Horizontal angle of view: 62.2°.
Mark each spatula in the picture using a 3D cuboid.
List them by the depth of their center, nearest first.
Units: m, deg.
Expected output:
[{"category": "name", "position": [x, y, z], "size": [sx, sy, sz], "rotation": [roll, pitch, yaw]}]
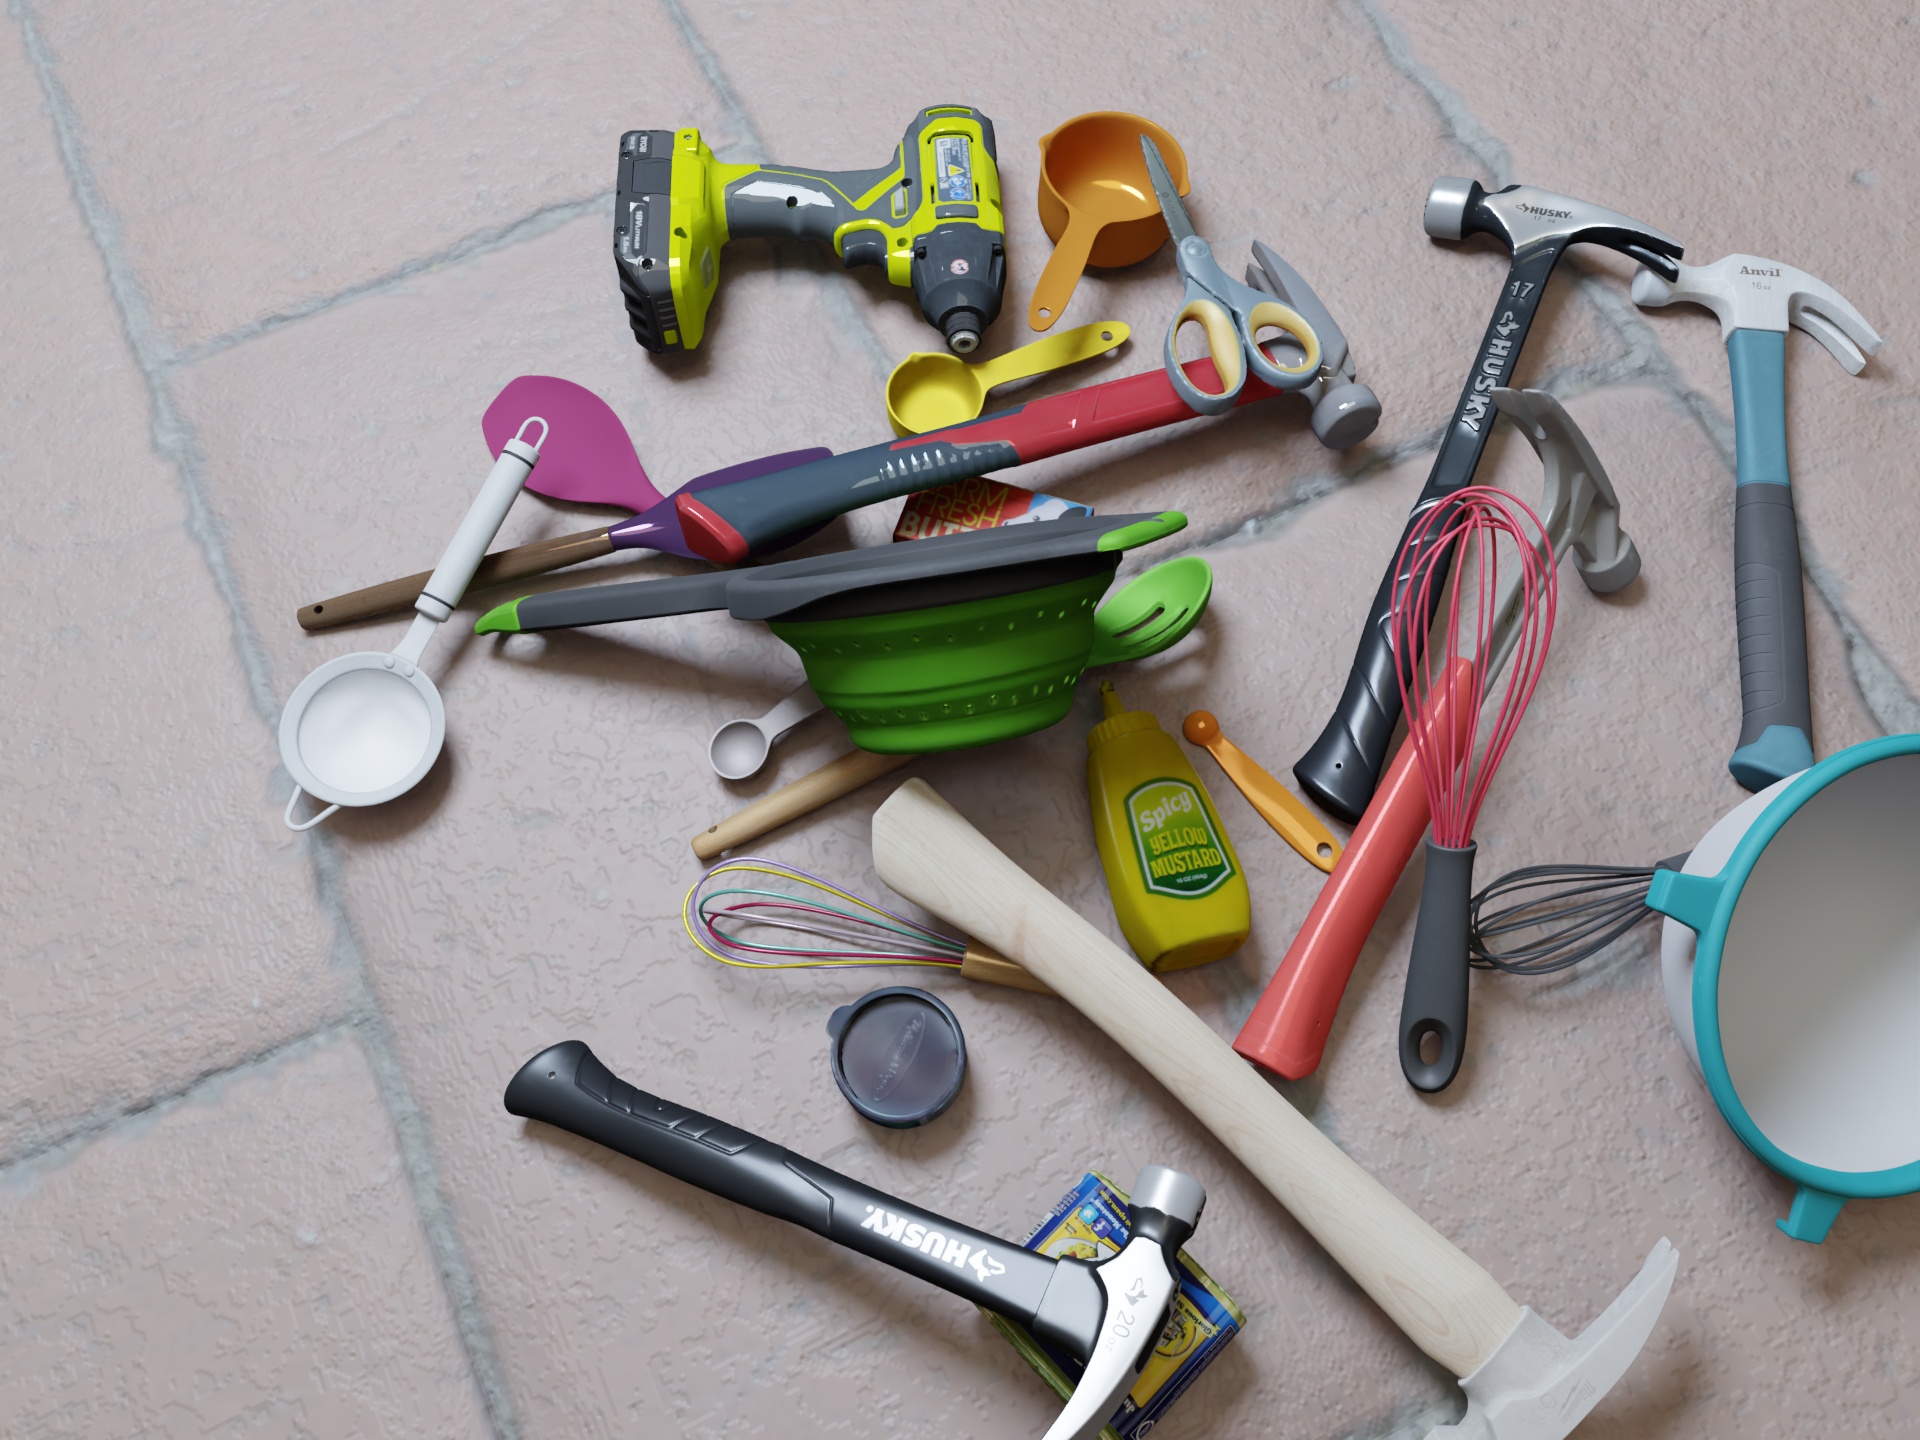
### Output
[{"category": "spatula", "position": [-0.219, -0.093, 0.892], "size": [0.316, 0.018, 0.060], "rotation": [-13, 72, 2]}]

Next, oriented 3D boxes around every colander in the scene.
[{"category": "colander", "position": [-0.079, -0.034, 0.808], "size": [0.397, 0.204, 0.094], "rotation": [-4, 101, 25]}]

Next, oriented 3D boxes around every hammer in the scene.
[{"category": "hammer", "position": [-0.069, 0.222, 0.724], "size": [0.335, 0.035, 0.146], "rotation": [15, 58, 22]}, {"category": "hammer", "position": [0.125, 0.163, 0.738], "size": [0.411, 0.038, 0.146], "rotation": [41, 94, 12]}, {"category": "hammer", "position": [0.232, 0.013, 0.798], "size": [0.037, 0.149, 0.359], "rotation": [17, 71, 51]}, {"category": "hammer", "position": [0.442, -0.115, 0.878], "size": [0.128, 0.033, 0.331], "rotation": [6, 69, 6]}, {"category": "hammer", "position": [0.275, -0.129, 0.880], "size": [0.149, 0.036, 0.409], "rotation": [17, 72, 23]}, {"category": "hammer", "position": [0.029, -0.170, 0.882], "size": [0.386, 0.038, 0.143], "rotation": [-16, 60, -11]}]

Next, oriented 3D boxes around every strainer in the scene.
[{"category": "strainer", "position": [0.462, 0.075, 0.755], "size": [0.340, 0.095, 0.211], "rotation": [-29, 102, -10]}, {"category": "strainer", "position": [-0.288, -0.053, 0.863], "size": [0.087, 0.050, 0.258], "rotation": [25, 80, 5]}]

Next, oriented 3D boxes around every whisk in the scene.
[{"category": "whisk", "position": [0.231, 0.038, 0.744], "size": [0.073, 0.073, 0.295], "rotation": [1, 105, 3]}, {"category": "whisk", "position": [0.356, 0.078, 0.798], "size": [0.239, 0.055, 0.055], "rotation": [-16, 69, -9]}, {"category": "whisk", "position": [-0.020, 0.118, 0.800], "size": [0.245, 0.051, 0.047], "rotation": [11, 35, 2]}]

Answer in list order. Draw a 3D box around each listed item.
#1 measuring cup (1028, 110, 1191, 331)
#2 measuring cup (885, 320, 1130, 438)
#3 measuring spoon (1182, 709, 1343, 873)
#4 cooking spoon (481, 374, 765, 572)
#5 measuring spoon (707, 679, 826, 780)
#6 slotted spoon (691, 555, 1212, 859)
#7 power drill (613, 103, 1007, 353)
[{"category": "measuring cup", "position": [0.074, -0.282, 0.943], "size": [0.095, 0.052, 0.174], "rotation": [21, 67, 7]}, {"category": "measuring cup", "position": [0.029, -0.200, 0.936], "size": [0.156, 0.029, 0.062], "rotation": [-22, 70, -14]}, {"category": "measuring spoon", "position": [0.161, 0.037, 0.840], "size": [0.021, 0.011, 0.117], "rotation": [-39, 72, -12]}, {"category": "cooking spoon", "position": [-0.149, -0.103, 0.906], "size": [0.319, 0.017, 0.069], "rotation": [35, 82, 15]}, {"category": "measuring spoon", "position": [-0.081, -0.008, 0.859], "size": [0.124, 0.018, 0.034], "rotation": [-35, 65, -5]}, {"category": "slotted spoon", "position": [-0.001, -0.003, 0.852], "size": [0.314, 0.031, 0.070], "rotation": [-27, 30, -4]}, {"category": "power drill", "position": [-0.085, -0.284, 0.939], "size": [0.223, 0.080, 0.171], "rotation": [-3, 61, -1]}]
